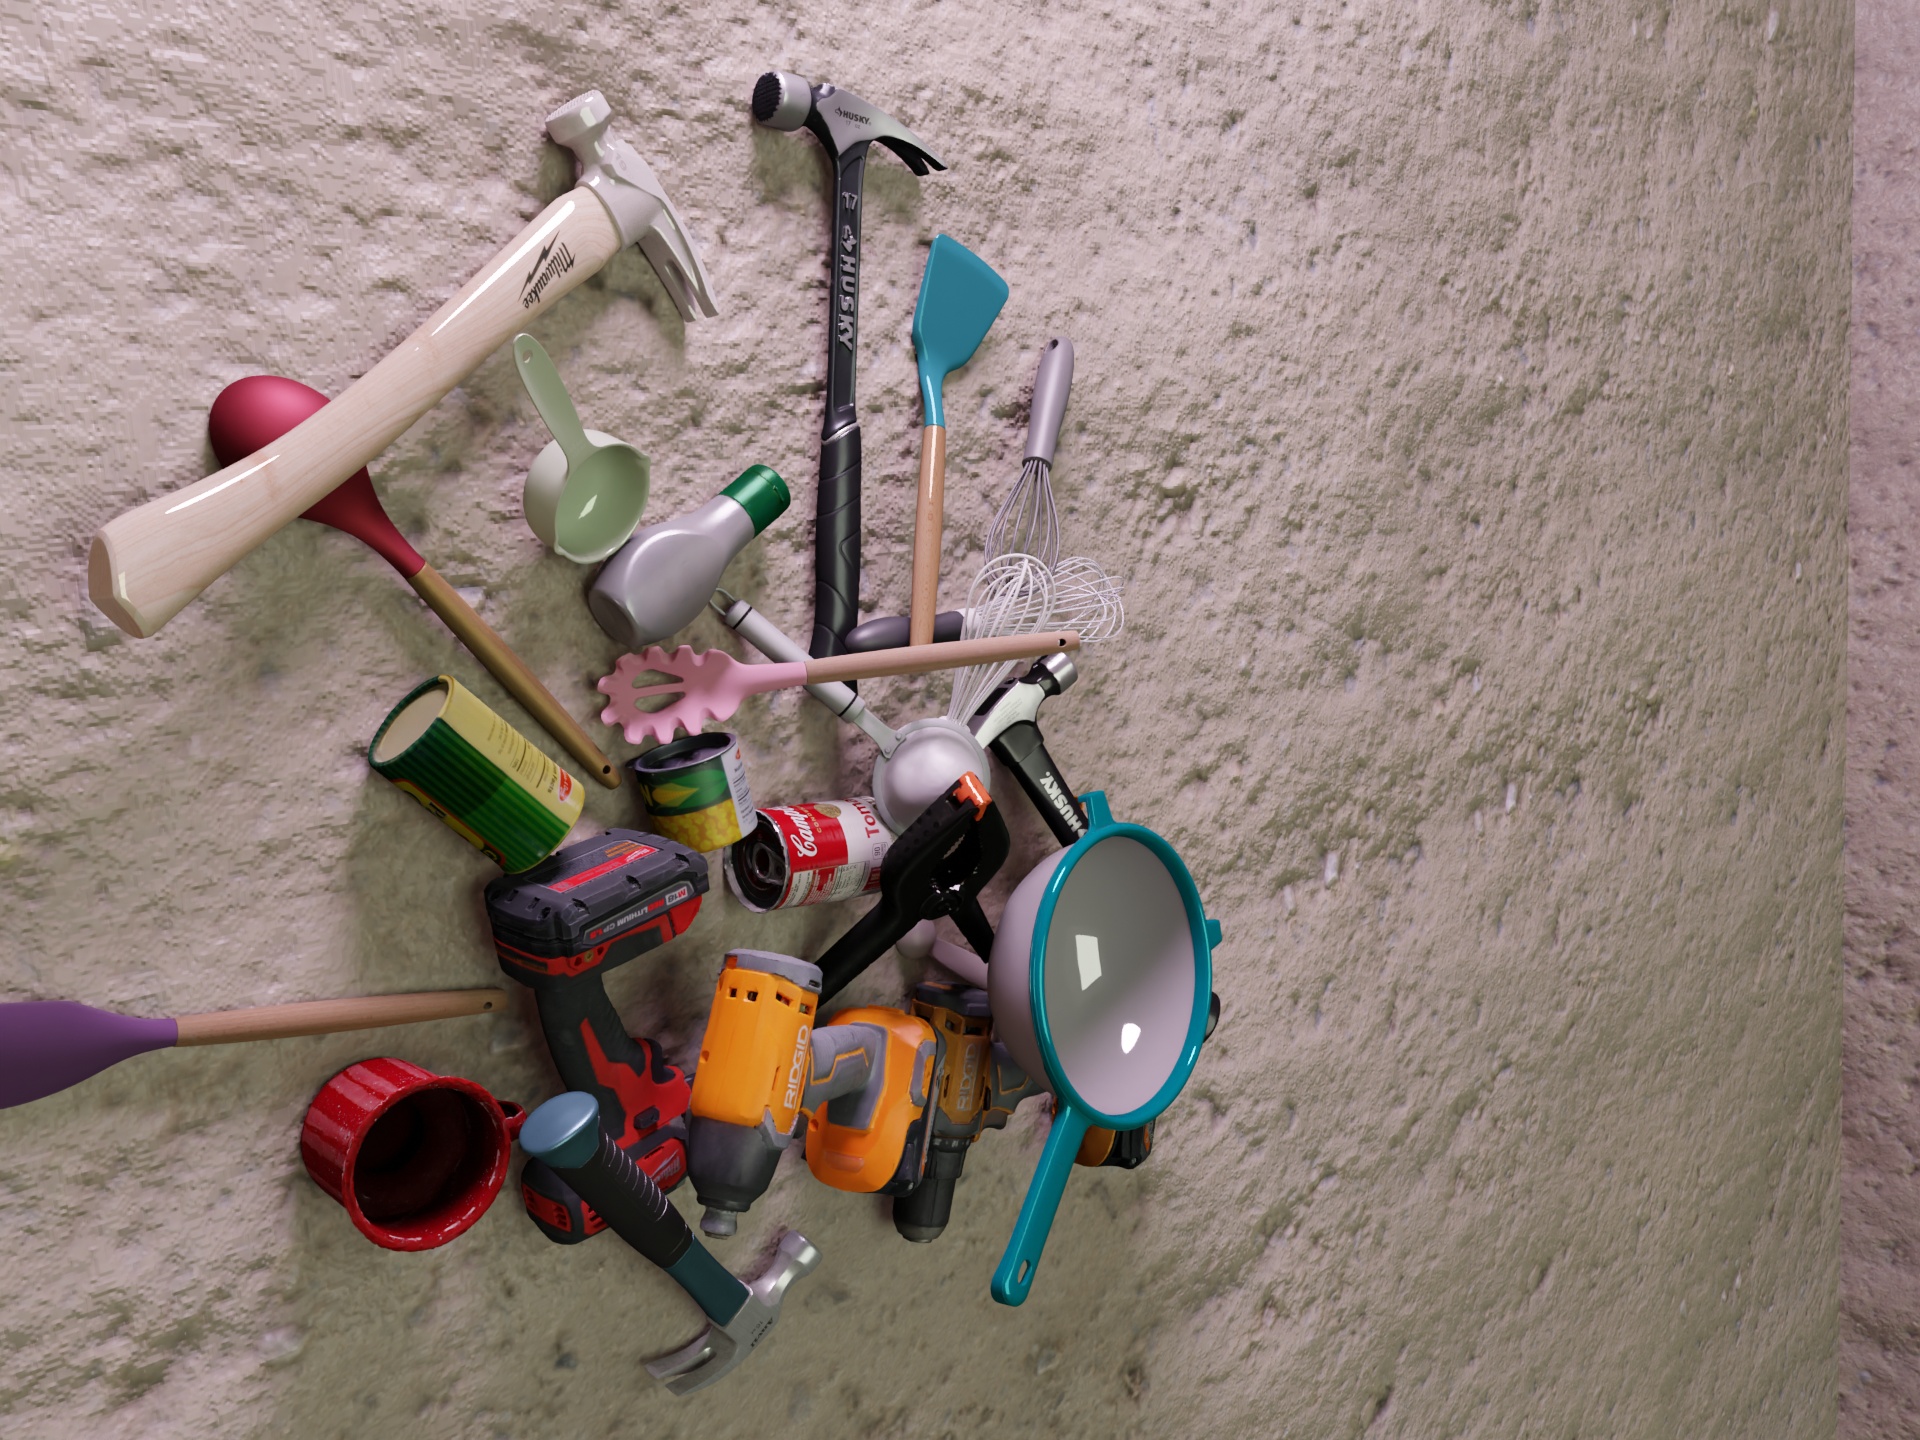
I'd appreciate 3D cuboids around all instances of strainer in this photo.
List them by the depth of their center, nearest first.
[{"bbox_3d":[-0.066,-0.001,1.052,0.258,0.050,0.087,40,75,-11],"label":"strainer"},{"bbox_3d":[0.062,0.231,1.100,0.210,0.095,0.340,47,55,-36],"label":"strainer"}]

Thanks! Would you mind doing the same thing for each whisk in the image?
[{"bbox_3d":[-0.002,-0.004,1.104,0.059,0.058,0.246,21,107,-14],"label":"whisk"},{"bbox_3d":[0.025,-0.073,1.151,0.284,0.070,0.070,-15,103,-45],"label":"whisk"},{"bbox_3d":[0.058,-0.190,1.169,0.055,0.055,0.239,35,54,-38],"label":"whisk"}]

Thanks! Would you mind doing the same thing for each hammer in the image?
[{"bbox_3d":[-0.286,-0.179,0.857,0.411,0.038,0.146,-54,127,-34],"label":"hammer"},{"bbox_3d":[-0.177,0.309,0.955,0.128,0.033,0.330,-49,145,-23],"label":"hammer"},{"bbox_3d":[-0.078,-0.214,1.077,0.149,0.036,0.409,-1,95,-43],"label":"hammer"},{"bbox_3d":[0.104,0.121,1.220,0.146,0.035,0.334,-40,109,-21],"label":"hammer"}]

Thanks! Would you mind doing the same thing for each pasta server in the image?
[{"bbox_3d":[-0.071,-0.033,1.016,0.316,0.040,0.060,-7,99,-15],"label":"pasta server"}]

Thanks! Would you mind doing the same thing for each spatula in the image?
[{"bbox_3d":[-0.386,0.163,0.835,0.315,0.018,0.059,1,111,-43],"label":"spatula"},{"bbox_3d":[-0.012,-0.183,1.103,0.082,0.044,0.318,25,60,-45],"label":"spatula"}]

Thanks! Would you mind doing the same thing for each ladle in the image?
[{"bbox_3d":[-0.292,-0.065,0.899,0.069,0.031,0.315,-55,127,-25],"label":"ladle"}]

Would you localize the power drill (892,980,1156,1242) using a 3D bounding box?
[{"bbox_3d":[0.045,0.297,1.202,0.226,0.084,0.185,13,85,-38],"label":"power drill"}]

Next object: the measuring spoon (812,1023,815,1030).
[{"bbox_3d":[-0.122,0.261,1.081,0.042,0.021,0.129,18,79,-42],"label":"measuring spoon"}]

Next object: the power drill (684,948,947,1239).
[{"bbox_3d":[-0.094,0.244,1.001,0.226,0.084,0.164,40,58,-60],"label":"power drill"}]

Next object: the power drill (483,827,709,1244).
[{"bbox_3d":[-0.191,0.184,0.973,0.188,0.080,0.226,-23,116,-46],"label":"power drill"}]

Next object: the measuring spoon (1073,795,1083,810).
[{"bbox_3d":[0.058,0.041,1.240,0.116,0.011,0.021,43,66,-32],"label":"measuring spoon"}]

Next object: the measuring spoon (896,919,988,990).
[{"bbox_3d":[-0.001,0.178,1.189,0.124,0.018,0.034,35,70,-38],"label":"measuring spoon"}]

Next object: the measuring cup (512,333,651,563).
[{"bbox_3d":[-0.228,-0.159,0.897,0.083,0.038,0.167,-51,152,-22],"label":"measuring cup"}]
